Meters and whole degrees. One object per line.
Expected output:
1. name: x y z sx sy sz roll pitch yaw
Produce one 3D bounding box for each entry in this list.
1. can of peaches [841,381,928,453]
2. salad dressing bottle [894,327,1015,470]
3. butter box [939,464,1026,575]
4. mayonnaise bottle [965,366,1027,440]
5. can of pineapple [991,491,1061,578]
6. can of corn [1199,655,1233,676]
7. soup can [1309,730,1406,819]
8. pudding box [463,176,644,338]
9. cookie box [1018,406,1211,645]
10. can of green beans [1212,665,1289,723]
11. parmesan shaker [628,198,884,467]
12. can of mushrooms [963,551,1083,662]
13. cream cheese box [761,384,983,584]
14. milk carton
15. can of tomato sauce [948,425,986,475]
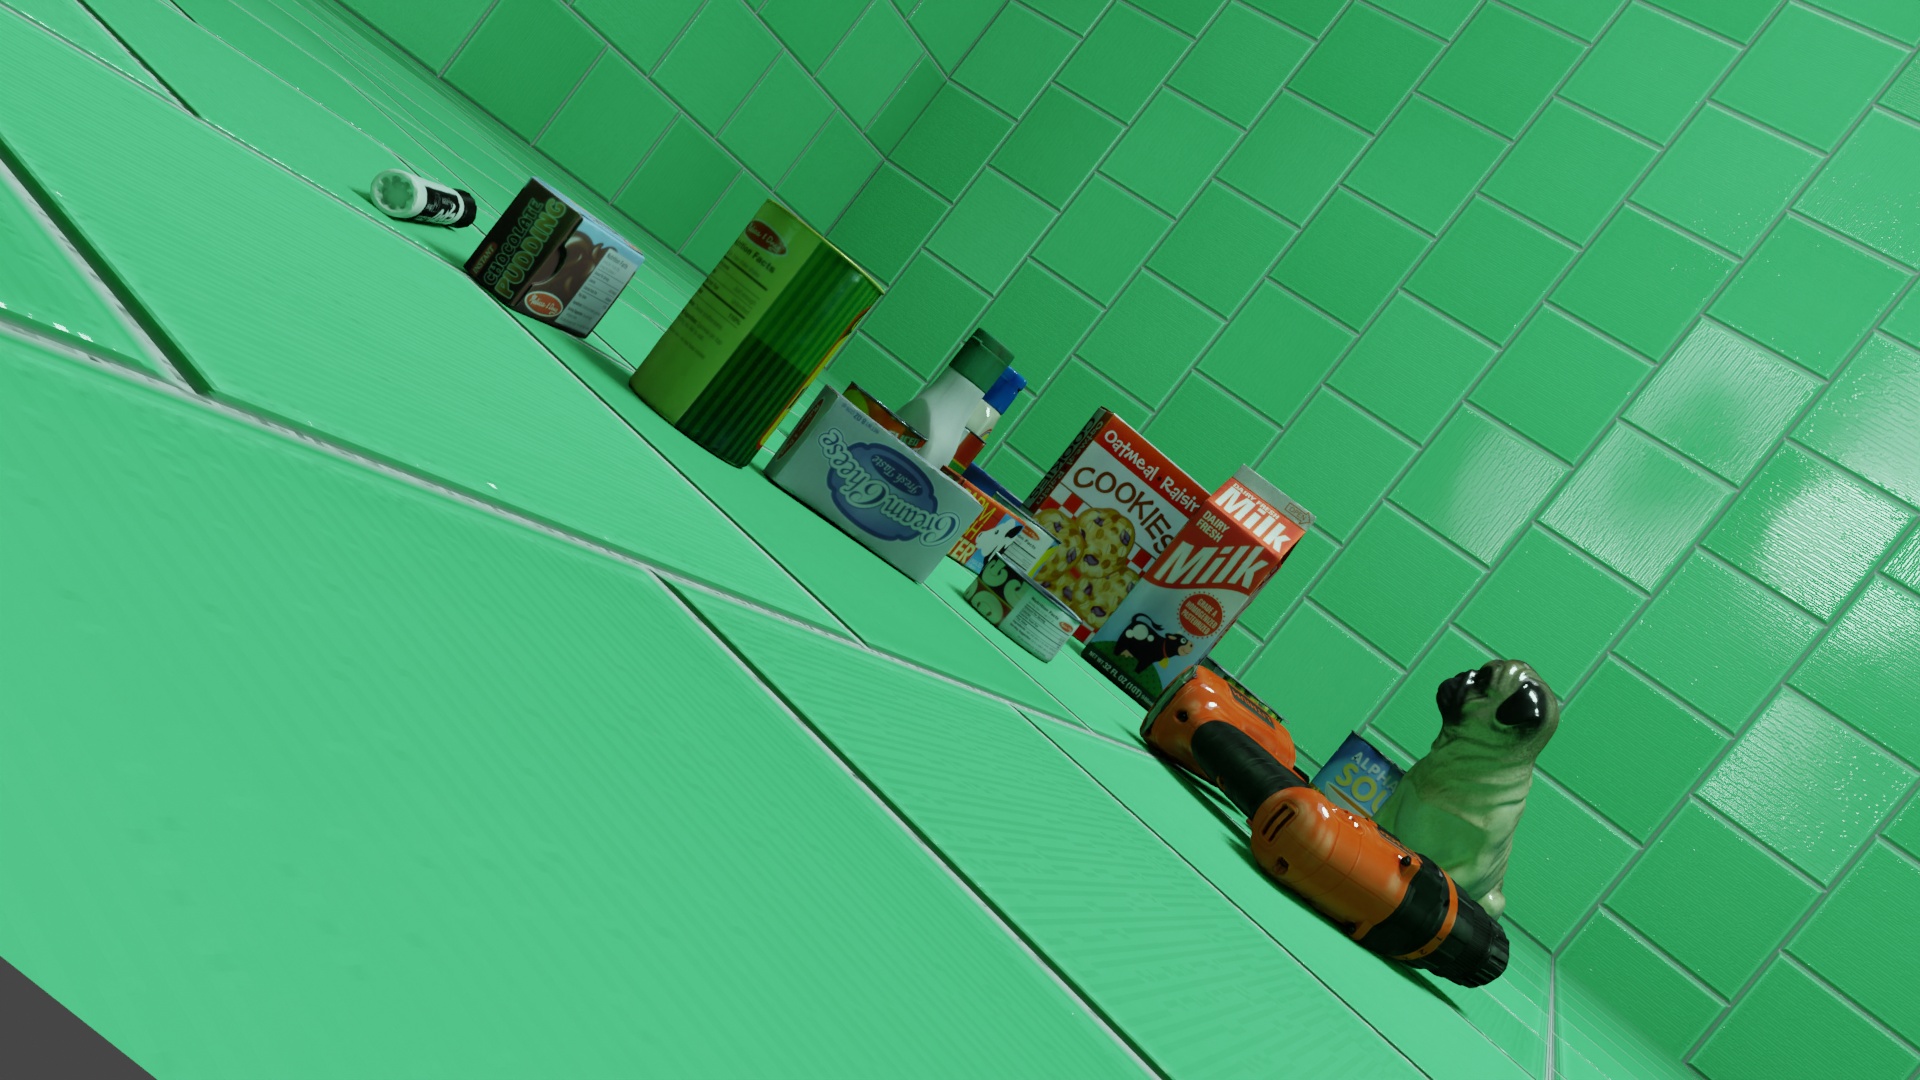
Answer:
1. can of peaches: -0.064 -0.065 0.948 0.071 0.058 0.071 38 3 -2
2. salad dressing bottle: -0.017 -0.093 1.055 0.064 0.147 0.044 41 4 42
3. butter box: 0.004 -0.013 1.000 0.024 0.053 0.103 40 4 33
4. mayonnaise bottle: 0.000 -0.093 1.228 0.041 0.148 0.065 39 3 7
5. can of pineapple: 0.036 0.004 1.092 0.071 0.058 0.071 38 3 -2
6. can of corn: 0.180 0.112 1.148 0.071 0.058 0.071 38 3 -2
7. soup can: 0.306 0.201 1.078 0.071 0.083 0.071 38 3 -2
8. pudding box: -0.174 -0.121 0.604 0.030 0.049 0.084 39 3 5
9. cookie box: 0.114 -0.010 1.164 0.123 0.167 0.040 37 3 -21
10. can of green beans: 0.211 0.141 1.094 0.071 0.058 0.071 38 3 -2
11. parmesan shaker: -0.093 -0.093 0.625 0.071 0.103 0.071 38 3 -2
12. can of mushrooms: 0.036 0.039 0.819 0.071 0.033 0.071 38 3 -2
13. cream cheese box: -0.042 -0.026 0.689 0.103 0.053 0.024 36 3 -32
14. milk carton: 0.181 0.036 1.050 0.072 0.190 0.073 39 3 14
15. can of tomato sauce: -0.029 -0.067 1.136 0.071 0.083 0.071 38 3 -2
